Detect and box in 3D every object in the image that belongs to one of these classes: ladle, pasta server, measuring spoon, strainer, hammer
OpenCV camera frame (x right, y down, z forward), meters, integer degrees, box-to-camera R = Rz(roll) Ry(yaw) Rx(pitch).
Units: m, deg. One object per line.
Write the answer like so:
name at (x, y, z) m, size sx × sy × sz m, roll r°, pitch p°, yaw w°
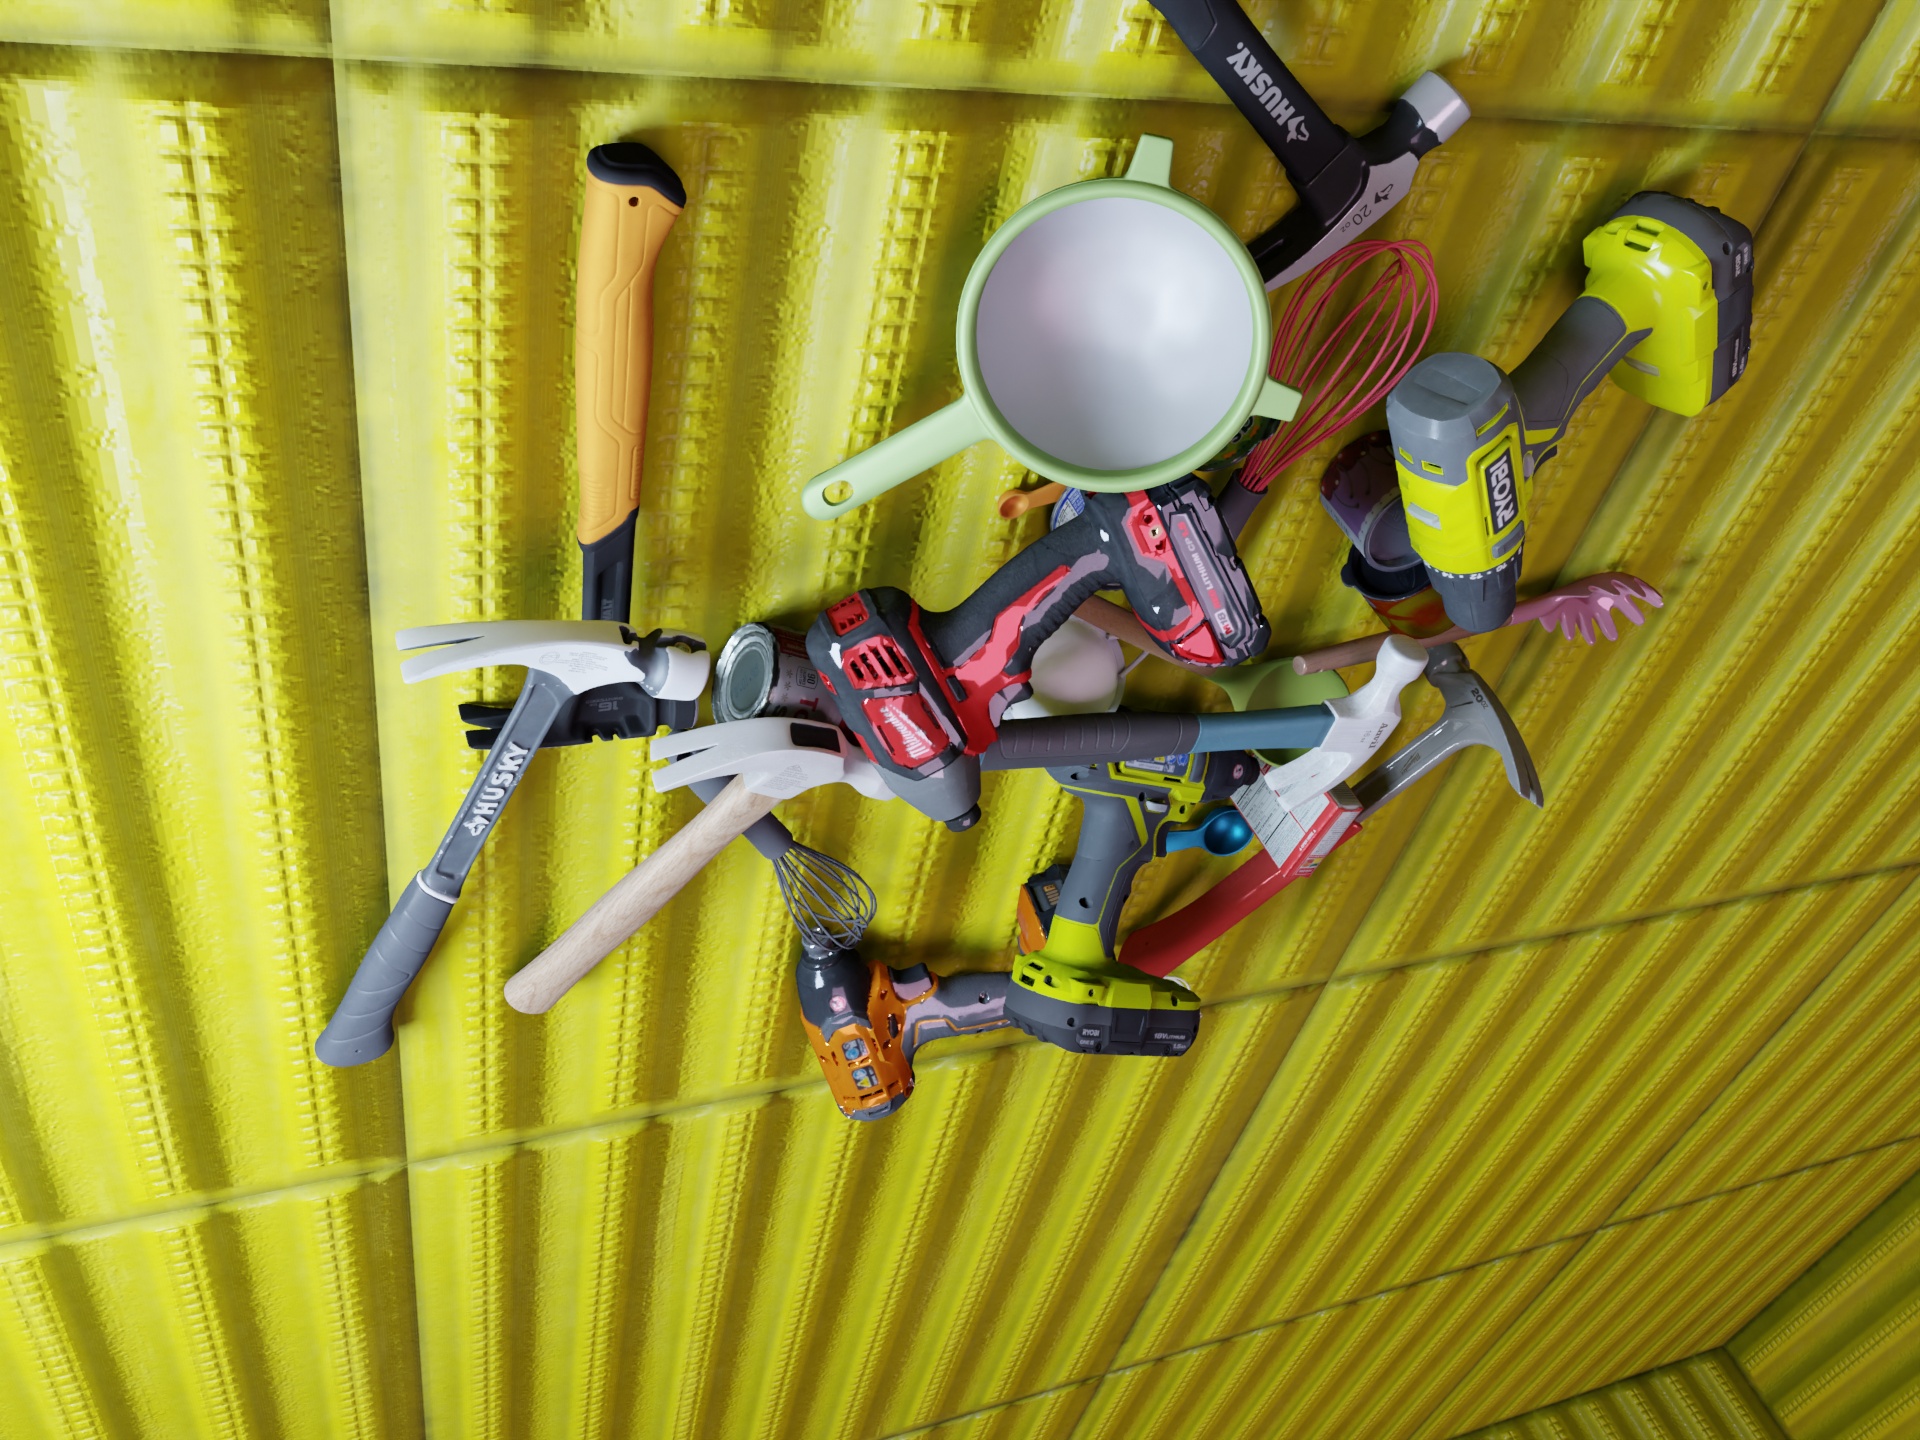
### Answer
ladle at (0.149, -0.035, 0.988) m, size 0.320 × 0.062 × 0.078 m, roll 20°, pitch 105°, yaw -49°
pasta server at (0.357, -0.061, 1.088) m, size 0.316 × 0.040 × 0.060 m, roll -13°, pitch 154°, yaw -27°
measuring spoon at (0.155, 0.084, 1.182) m, size 0.128 × 0.021 × 0.042 m, roll -7°, pitch 123°, yaw -9°
strainer at (-0.002, -0.003, 0.974) m, size 0.258 × 0.050 × 0.086 m, roll -19°, pitch 104°, yaw 1°
hammer at (-0.181, 0.093, 0.940) m, size 0.130 × 0.031 × 0.331 m, roll 17°, pitch 137°, yaw -38°
hammer at (-0.179, -0.115, 0.774) m, size 0.127 × 0.034 × 0.336 m, roll -7°, pitch 136°, yaw -23°
hammer at (0.253, 0.101, 1.170) m, size 0.036 × 0.149 × 0.359 m, roll 25°, pitch 125°, yaw -35°
hammer at (-0.289, 0.082, 0.885) m, size 0.149 × 0.036 × 0.408 m, roll 6°, pitch 138°, yaw -37°
hammer at (0.099, -0.317, 0.707) m, size 0.146 × 0.035 × 0.334 m, roll -43°, pitch 137°, yaw 18°
strainer at (0.032, -0.173, 0.801) m, size 0.256 × 0.069 × 0.151 m, roll -25°, pitch 112°, yaw 22°
hammer at (0.128, 0.007, 0.974) m, size 0.331 × 0.033 × 0.128 m, roll -3°, pitch 134°, yaw -25°
measuring spoon at (0.073, -0.140, 0.902) m, size 0.117 × 0.011 × 0.021 m, roll -21°, pitch 147°, yaw -12°

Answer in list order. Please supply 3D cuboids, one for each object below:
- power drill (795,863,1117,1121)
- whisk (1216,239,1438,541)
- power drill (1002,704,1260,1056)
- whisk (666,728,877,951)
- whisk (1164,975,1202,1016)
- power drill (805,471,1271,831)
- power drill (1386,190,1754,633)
power drill at (-0.004, 0.186, 1.144) m, size 0.226 × 0.084 × 0.164 m, roll -19°, pitch 123°, yaw -3°
whisk at (0.175, -0.151, 0.910) m, size 0.073 × 0.073 × 0.295 m, roll 1°, pitch 139°, yaw -29°
power drill at (0.118, 0.105, 1.063) m, size 0.171 × 0.080 × 0.223 m, roll 10°, pitch 92°, yaw -34°
whisk at (-0.119, 0.078, 1.004) m, size 0.055 × 0.055 × 0.238 m, roll -31°, pitch 134°, yaw 5°
whisk at (0.094, 0.226, 1.278) m, size 0.246 × 0.059 × 0.058 m, roll 11°, pitch 91°, yaw -31°
power drill at (0.043, -0.038, 0.845) m, size 0.219 × 0.079 × 0.143 m, roll -28°, pitch 114°, yaw -1°
power drill at (0.343, -0.170, 0.906) m, size 0.228 × 0.080 × 0.190 m, roll -42°, pitch 138°, yaw -10°
